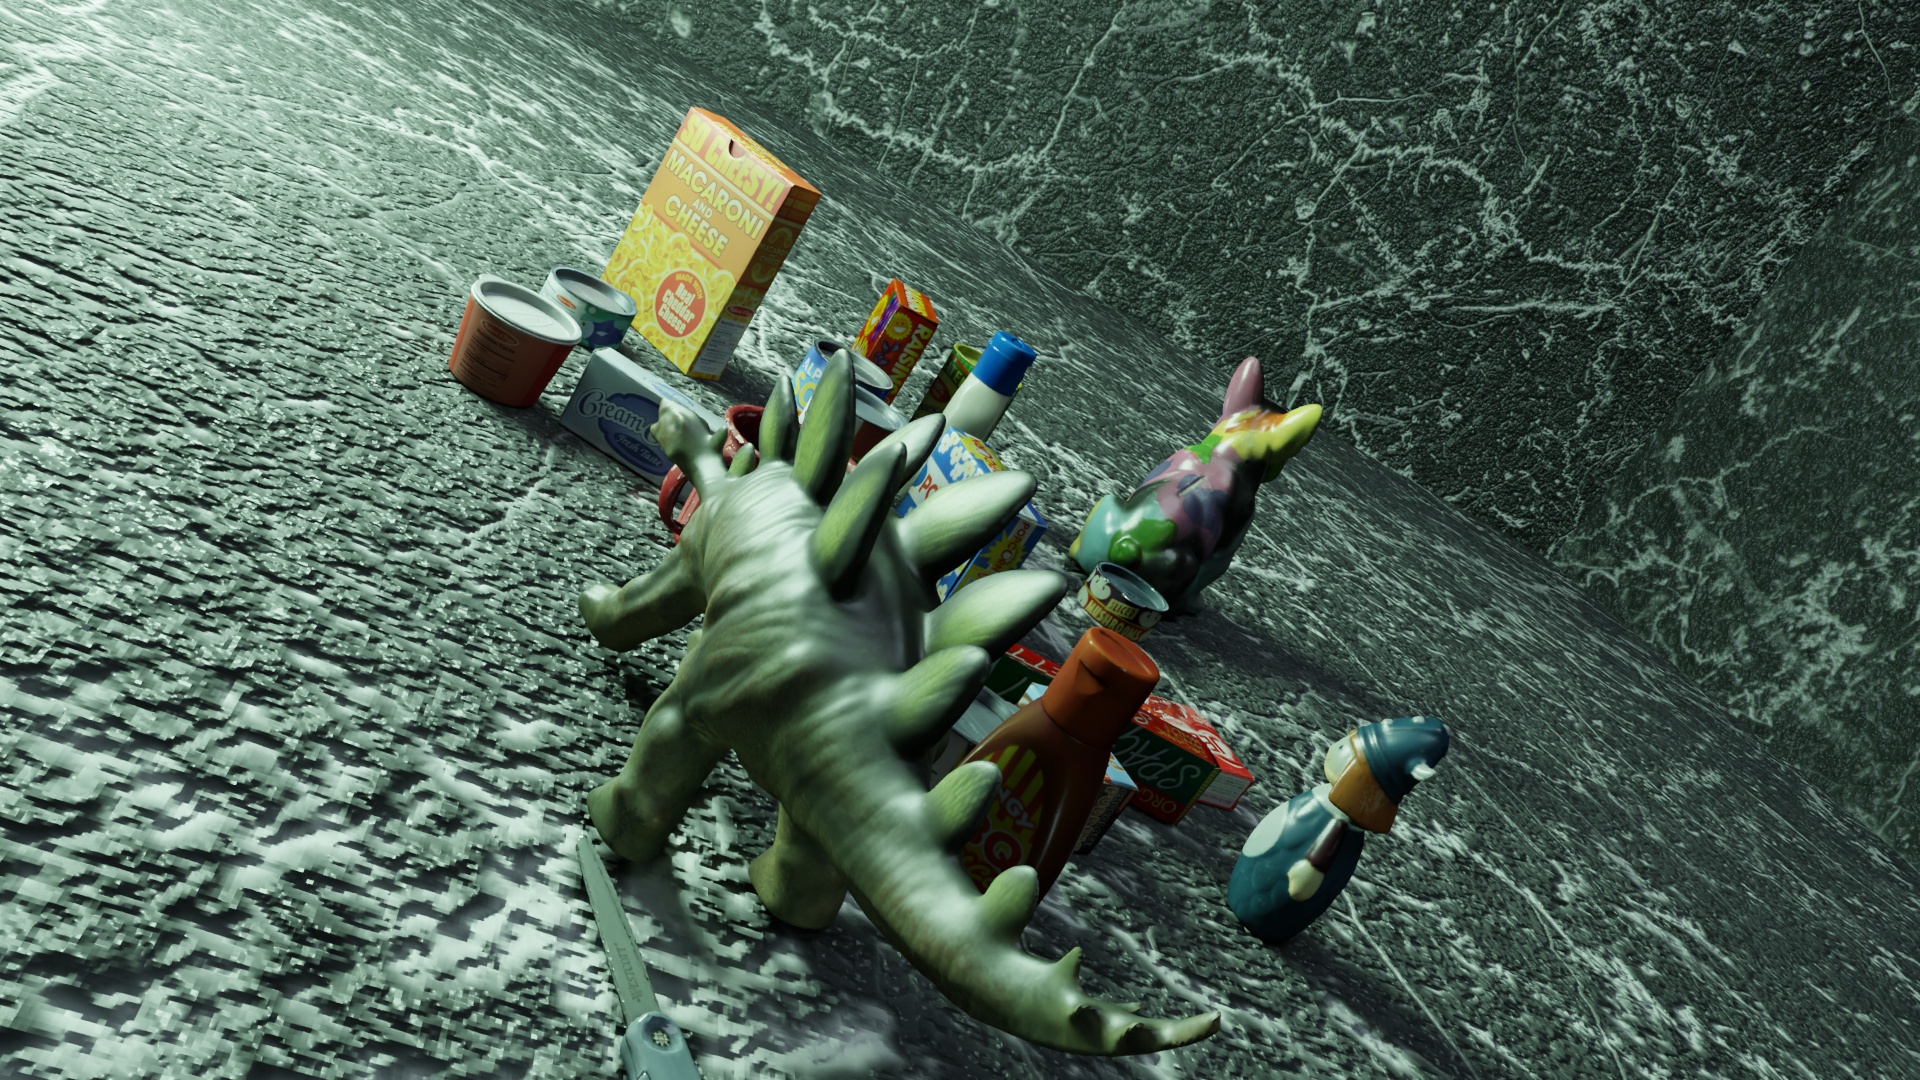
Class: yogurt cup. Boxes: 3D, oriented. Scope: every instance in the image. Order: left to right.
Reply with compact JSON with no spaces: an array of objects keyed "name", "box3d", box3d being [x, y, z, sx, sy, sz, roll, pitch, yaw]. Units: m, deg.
[{"name":"yogurt cup","box3d":[-0.268,-0.116,0.828,0.072,0.053,0.072,30,18,-10]}]

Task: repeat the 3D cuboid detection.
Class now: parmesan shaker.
[{"name":"parmesan shaker","box3d":[-0.002,-0.103,1.166,0.071,0.102,0.071,30,18,-10]}]

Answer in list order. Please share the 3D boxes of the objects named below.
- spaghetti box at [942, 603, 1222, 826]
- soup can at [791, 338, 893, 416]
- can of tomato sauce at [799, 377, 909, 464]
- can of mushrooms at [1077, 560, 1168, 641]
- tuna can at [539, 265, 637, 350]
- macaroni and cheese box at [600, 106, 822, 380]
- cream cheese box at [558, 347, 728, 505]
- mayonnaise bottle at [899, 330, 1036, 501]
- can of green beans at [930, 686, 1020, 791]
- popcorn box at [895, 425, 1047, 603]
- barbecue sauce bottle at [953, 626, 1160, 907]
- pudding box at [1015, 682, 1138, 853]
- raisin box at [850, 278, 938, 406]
[{"name":"spaghetti box","box3d":[0.034,0.091,0.803,0.250,0.050,0.029,28,18,-13]},{"name":"soup can","box3d":[-0.098,-0.094,1.009,0.071,0.083,0.071,30,18,-10]},{"name":"can of tomato sauce","box3d":[-0.084,-0.059,0.941,0.071,0.083,0.071,30,18,-10]},{"name":"can of mushrooms","box3d":[0.128,0.049,1.098,0.071,0.033,0.071,29,18,-10]},{"name":"tuna can","box3d":[-0.267,-0.165,0.996,0.071,0.032,0.071,29,18,-10]},{"name":"macaroni and cheese box","box3d":[-0.195,-0.225,1.056,0.124,0.166,0.040,41,19,25]},{"name":"cream cheese box","box3d":[-0.186,-0.067,0.840,0.104,0.053,0.024,33,17,1]},{"name":"mayonnaise bottle","box3d":[0.005,-0.090,1.069,0.041,0.147,0.065,31,17,-5]},{"name":"can of green beans","box3d":[-0.007,0.105,0.681,0.071,0.057,0.071,30,18,-10]},{"name":"popcorn box","box3d":[0.003,-0.012,0.963,0.038,0.085,0.127,23,20,-30]},{"name":"barbecue sauce bottle","box3d":[0.030,0.105,0.595,0.065,0.148,0.044,42,19,27]},{"name":"pudding box","box3d":[0.054,0.122,0.753,0.030,0.049,0.084,19,22,-38]},{"name":"raisin box","box3d":[-0.067,-0.143,1.127,0.040,0.123,0.086,28,18,-17]}]
